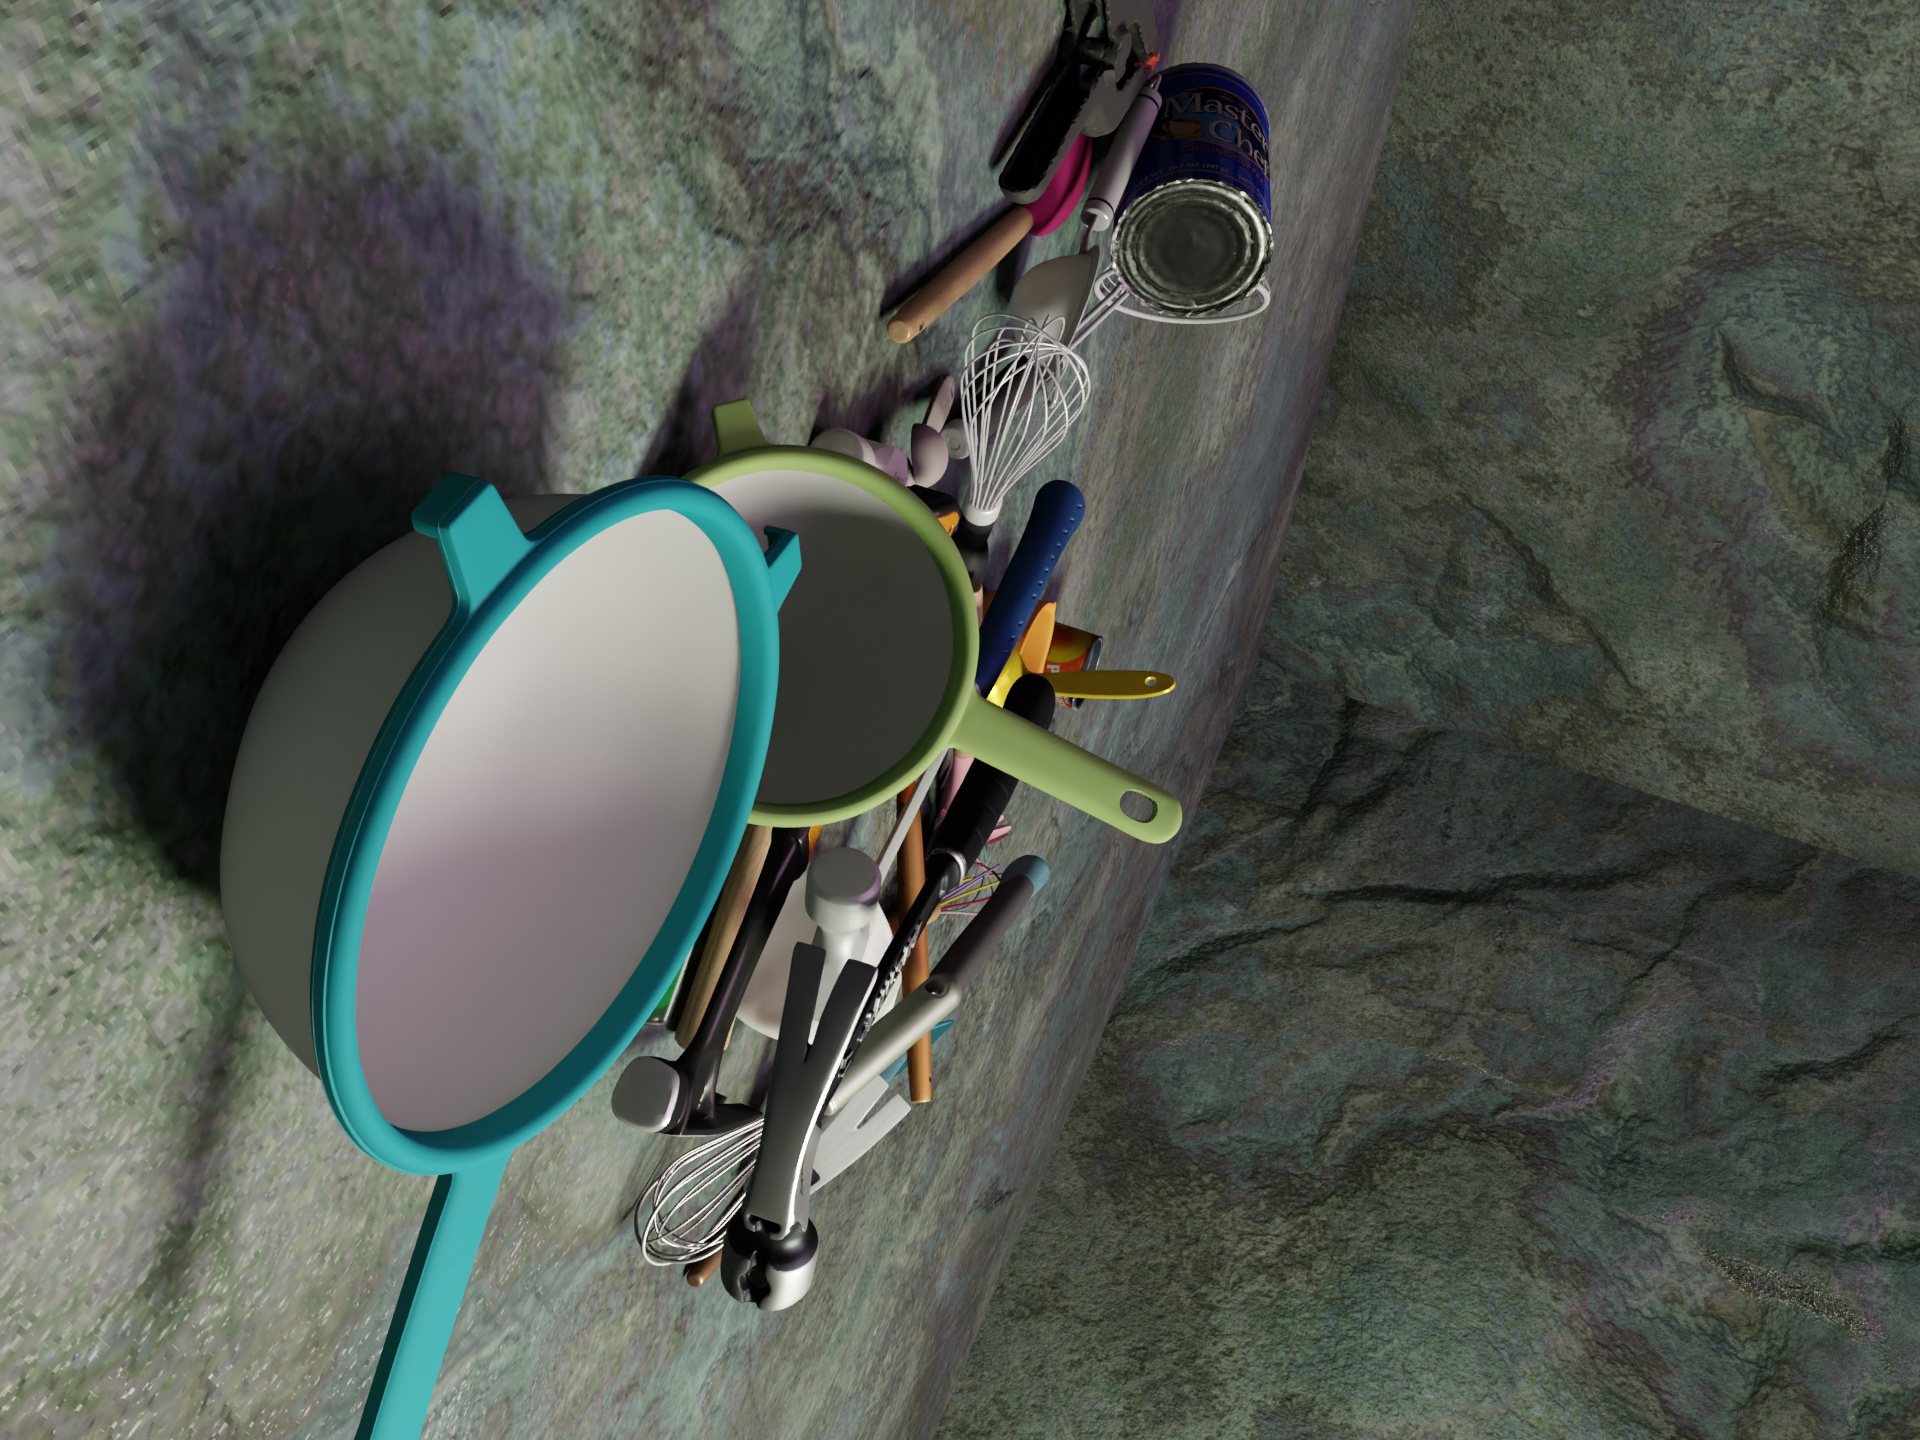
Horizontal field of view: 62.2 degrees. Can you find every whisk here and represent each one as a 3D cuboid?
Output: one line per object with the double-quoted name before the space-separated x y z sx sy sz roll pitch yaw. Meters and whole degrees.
"whisk" -0.014 0.142 1.256 0.245 0.047 0.051 -16 125 -69
"whisk" -0.087 0.224 0.916 0.246 0.058 0.059 -36 137 -32
"whisk" 0.017 -0.141 0.912 0.284 0.070 0.070 113 2 -67

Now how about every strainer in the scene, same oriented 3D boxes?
"strainer" -0.166 0.078 0.485 0.340 0.095 0.211 -71 164 9
"strainer" 0.078 -0.302 0.967 0.258 0.050 0.087 -67 -168 -23
"strainer" -0.027 -0.011 0.665 0.151 0.256 0.069 -65 -166 -6

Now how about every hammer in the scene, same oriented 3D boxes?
"hammer" -0.087 0.016 0.831 0.130 0.031 0.331 -4 113 -75
"hammer" -0.012 0.073 0.739 0.409 0.036 0.149 -58 163 -60
"hammer" -0.001 -0.003 0.889 0.144 0.035 0.406 100 11 -45
"hammer" -0.026 0.203 1.110 0.128 0.033 0.331 -41 -175 45
"hammer" -0.072 0.042 0.787 0.127 0.034 0.337 50 60 -72

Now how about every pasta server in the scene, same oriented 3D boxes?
"pasta server" 0.009 0.002 1.121 0.040 0.060 0.316 -35 153 -23

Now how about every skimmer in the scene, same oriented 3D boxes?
"skimmer" 0.095 -0.239 1.067 0.363 0.127 0.090 -48 132 -41

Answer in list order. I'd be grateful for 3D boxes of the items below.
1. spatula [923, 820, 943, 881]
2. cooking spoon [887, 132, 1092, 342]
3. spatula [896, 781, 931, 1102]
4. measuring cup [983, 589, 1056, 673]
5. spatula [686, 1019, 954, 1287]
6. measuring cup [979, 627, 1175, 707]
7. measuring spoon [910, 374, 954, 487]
"spatula" -0.008 0.080 1.087 0.316 0.018 0.060 123 -12 -76
"cooking spoon" 0.027 -0.277 0.907 0.319 0.017 0.068 -56 159 -49
"spatula" -0.024 0.077 1.012 0.081 0.041 0.323 35 51 -76
"measuring cup" 0.034 -0.038 1.185 0.173 0.052 0.095 70 41 -71
"spatula" -0.100 0.300 1.129 0.082 0.044 0.317 -48 178 31
"measuring cup" 0.055 -0.031 0.974 0.029 0.156 0.062 63 39 -43
"measuring spoon" -0.009 -0.163 0.870 0.124 0.018 0.034 -75 160 -56
